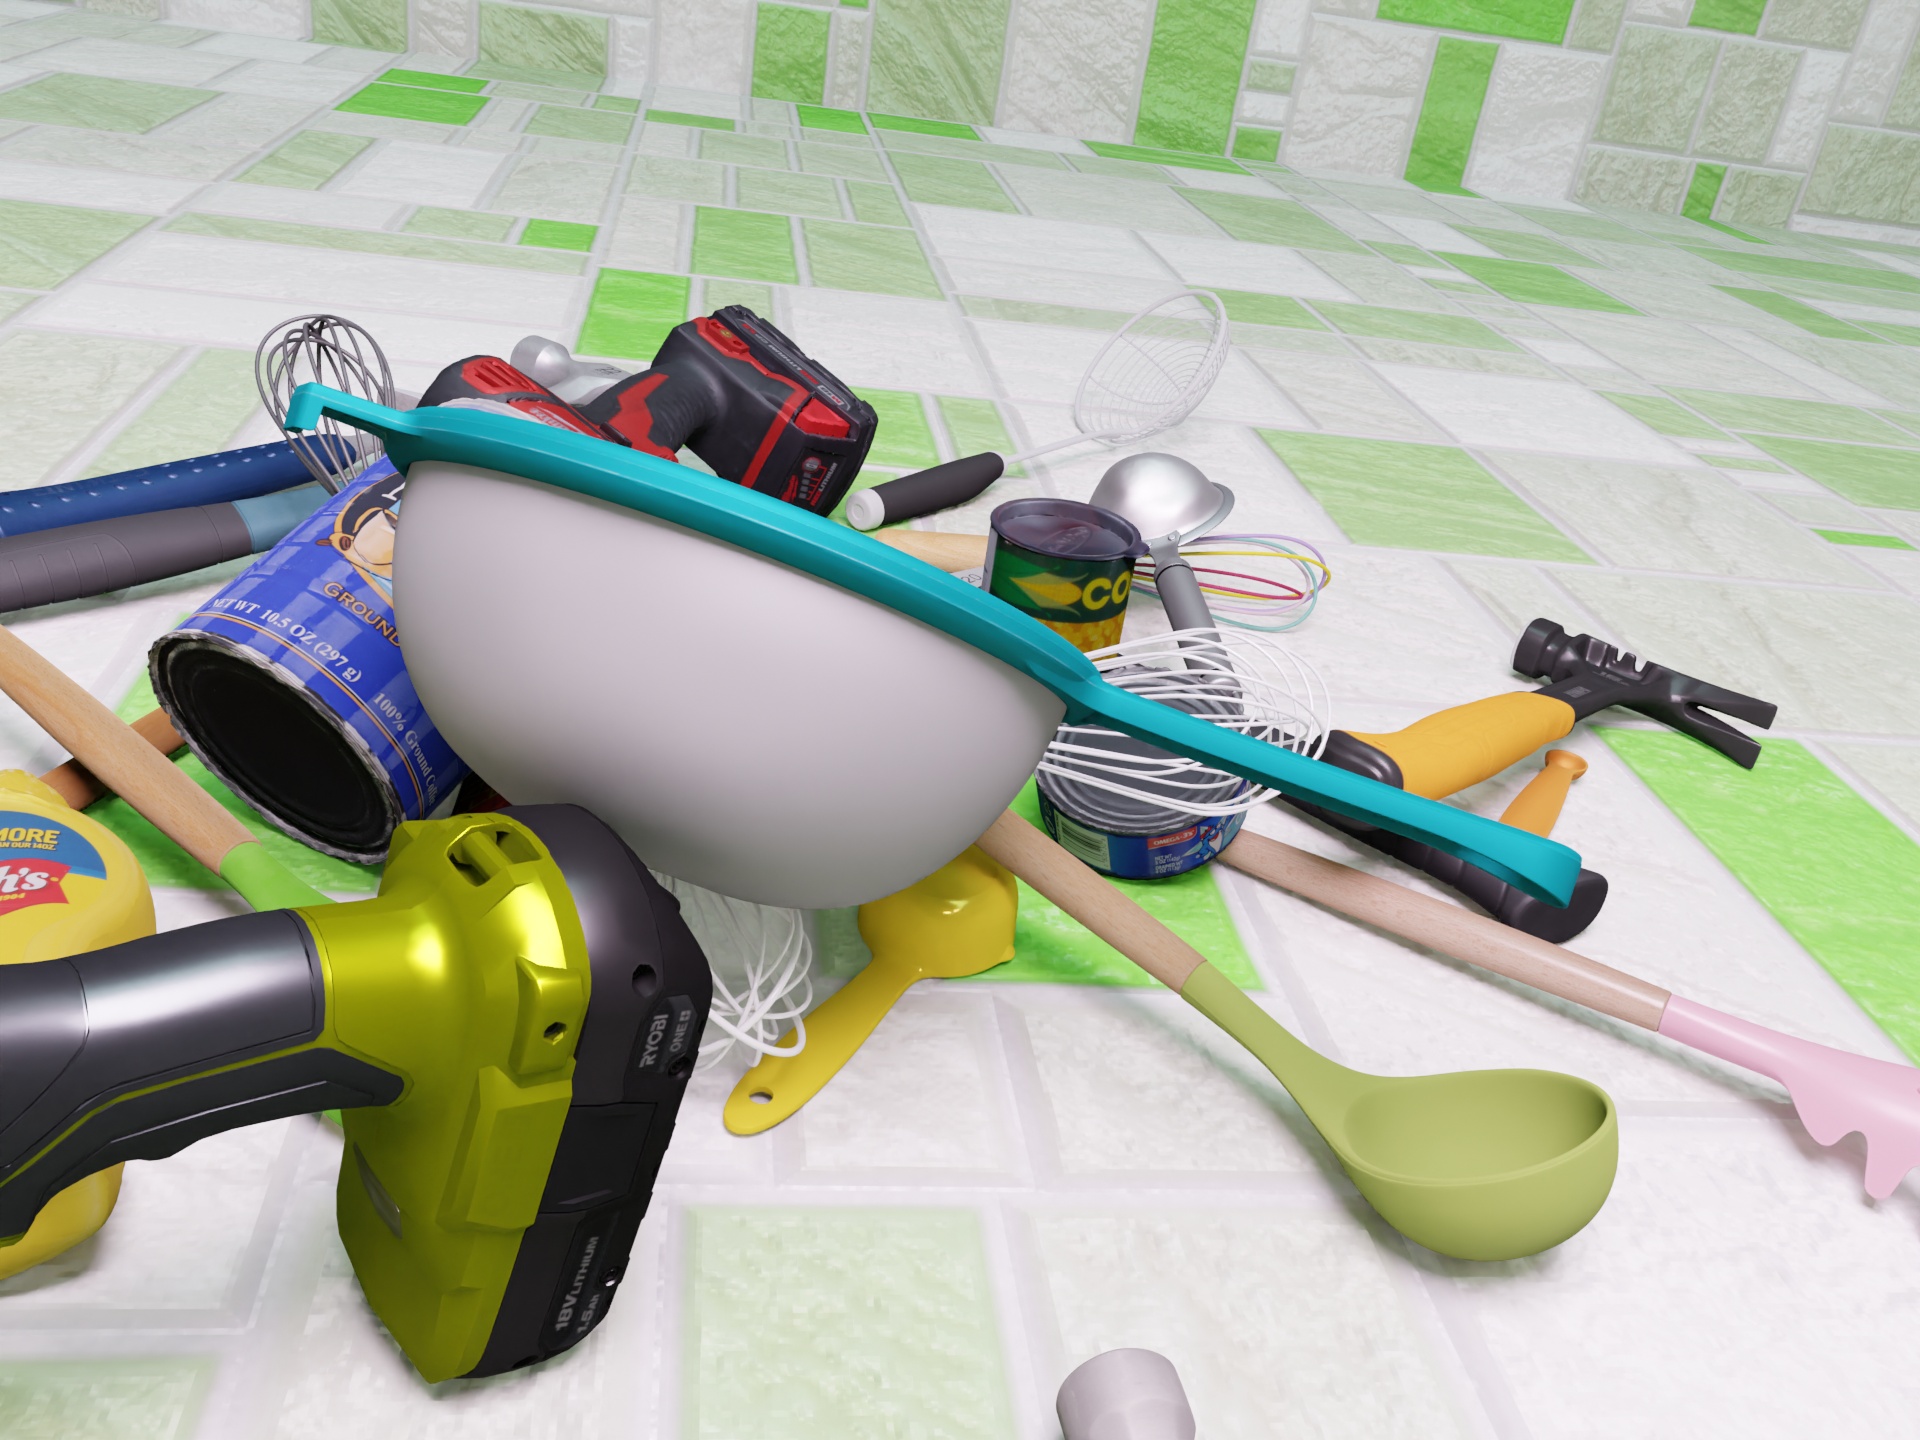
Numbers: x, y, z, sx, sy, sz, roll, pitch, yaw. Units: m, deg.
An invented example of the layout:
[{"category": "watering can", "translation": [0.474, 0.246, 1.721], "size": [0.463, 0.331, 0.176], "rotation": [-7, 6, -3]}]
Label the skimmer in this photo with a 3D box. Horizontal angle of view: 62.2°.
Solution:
[{"category": "skimmer", "translation": [0.049, -0.203, 1.011], "size": [0.127, 0.090, 0.363], "rotation": [-10, 12, 45]}]

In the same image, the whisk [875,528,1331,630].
[{"category": "whisk", "translation": [0.076, -0.081, 0.853], "size": [0.245, 0.051, 0.047], "rotation": [4, 7, 0]}]

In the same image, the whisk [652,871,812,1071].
[{"category": "whisk", "translation": [-0.098, 0.042, 0.551], "size": [0.059, 0.058, 0.247], "rotation": [37, 6, -30]}]

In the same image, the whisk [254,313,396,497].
[{"category": "whisk", "translation": [-0.246, -0.081, 0.663], "size": [0.055, 0.055, 0.239], "rotation": [-10, 60, -31]}]

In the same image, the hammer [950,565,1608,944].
[{"category": "hammer", "translation": [0.120, 0.005, 0.701], "size": [0.335, 0.035, 0.146], "rotation": [28, 34, 32]}]

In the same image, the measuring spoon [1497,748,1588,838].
[{"category": "measuring spoon", "translation": [0.255, 0.041, 0.705], "size": [0.021, 0.011, 0.117], "rotation": [23, 35, 25]}]

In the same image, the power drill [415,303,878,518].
[{"category": "power drill", "translation": [-0.130, -0.118, 0.786], "size": [0.188, 0.080, 0.227], "rotation": [40, 33, 8]}]

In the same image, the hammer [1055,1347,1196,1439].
[{"category": "hammer", "translation": [0.195, 0.198, 0.367], "size": [0.331, 0.031, 0.130], "rotation": [2, 28, -14]}]

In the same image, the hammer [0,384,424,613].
[{"category": "hammer", "translation": [-0.335, -0.082, 0.711], "size": [0.331, 0.033, 0.128], "rotation": [-21, 59, -38]}]

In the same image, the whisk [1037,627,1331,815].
[{"category": "whisk", "translation": [-0.001, -0.001, 0.603], "size": [0.285, 0.070, 0.070], "rotation": [2, 22, 27]}]

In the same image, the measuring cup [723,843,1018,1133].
[{"category": "measuring cup", "translation": [-0.029, 0.080, 0.521], "size": [0.062, 0.029, 0.156], "rotation": [20, 30, 20]}]

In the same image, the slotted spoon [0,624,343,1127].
[{"category": "slotted spoon", "translation": [-0.248, 0.033, 0.511], "size": [0.314, 0.031, 0.070], "rotation": [31, 39, 26]}]

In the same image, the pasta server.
[{"category": "pasta server", "translation": [0.221, 0.100, 0.567], "size": [0.316, 0.040, 0.060], "rotation": [21, 30, 29]}]

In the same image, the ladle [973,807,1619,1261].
[{"category": "ladle", "translation": [0.059, 0.059, 0.518], "size": [0.320, 0.062, 0.078], "rotation": [36, 34, 28]}]

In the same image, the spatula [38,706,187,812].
[{"category": "spatula", "translation": [-0.286, -0.013, 0.608], "size": [0.081, 0.041, 0.323], "rotation": [34, 32, 0]}]

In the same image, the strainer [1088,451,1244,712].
[{"category": "strainer", "translation": [0.101, -0.074, 0.758], "size": [0.087, 0.050, 0.259], "rotation": [-16, 35, 5]}]

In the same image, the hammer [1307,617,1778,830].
[{"category": "hammer", "translation": [0.248, 0.005, 0.689], "size": [0.127, 0.034, 0.336], "rotation": [28, 24, 32]}]

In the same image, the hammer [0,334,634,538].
[{"category": "hammer", "translation": [-0.321, -0.147, 0.855], "size": [0.144, 0.035, 0.405], "rotation": [23, 31, 25]}]

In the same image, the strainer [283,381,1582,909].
[{"category": "strainer", "translation": [-0.014, 0.018, 0.436], "size": [0.340, 0.095, 0.211], "rotation": [20, -6, 13]}]

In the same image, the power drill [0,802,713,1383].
[{"category": "power drill", "translation": [-0.178, 0.097, 0.316], "size": [0.228, 0.190, 0.080], "rotation": [1, 25, -45]}]
